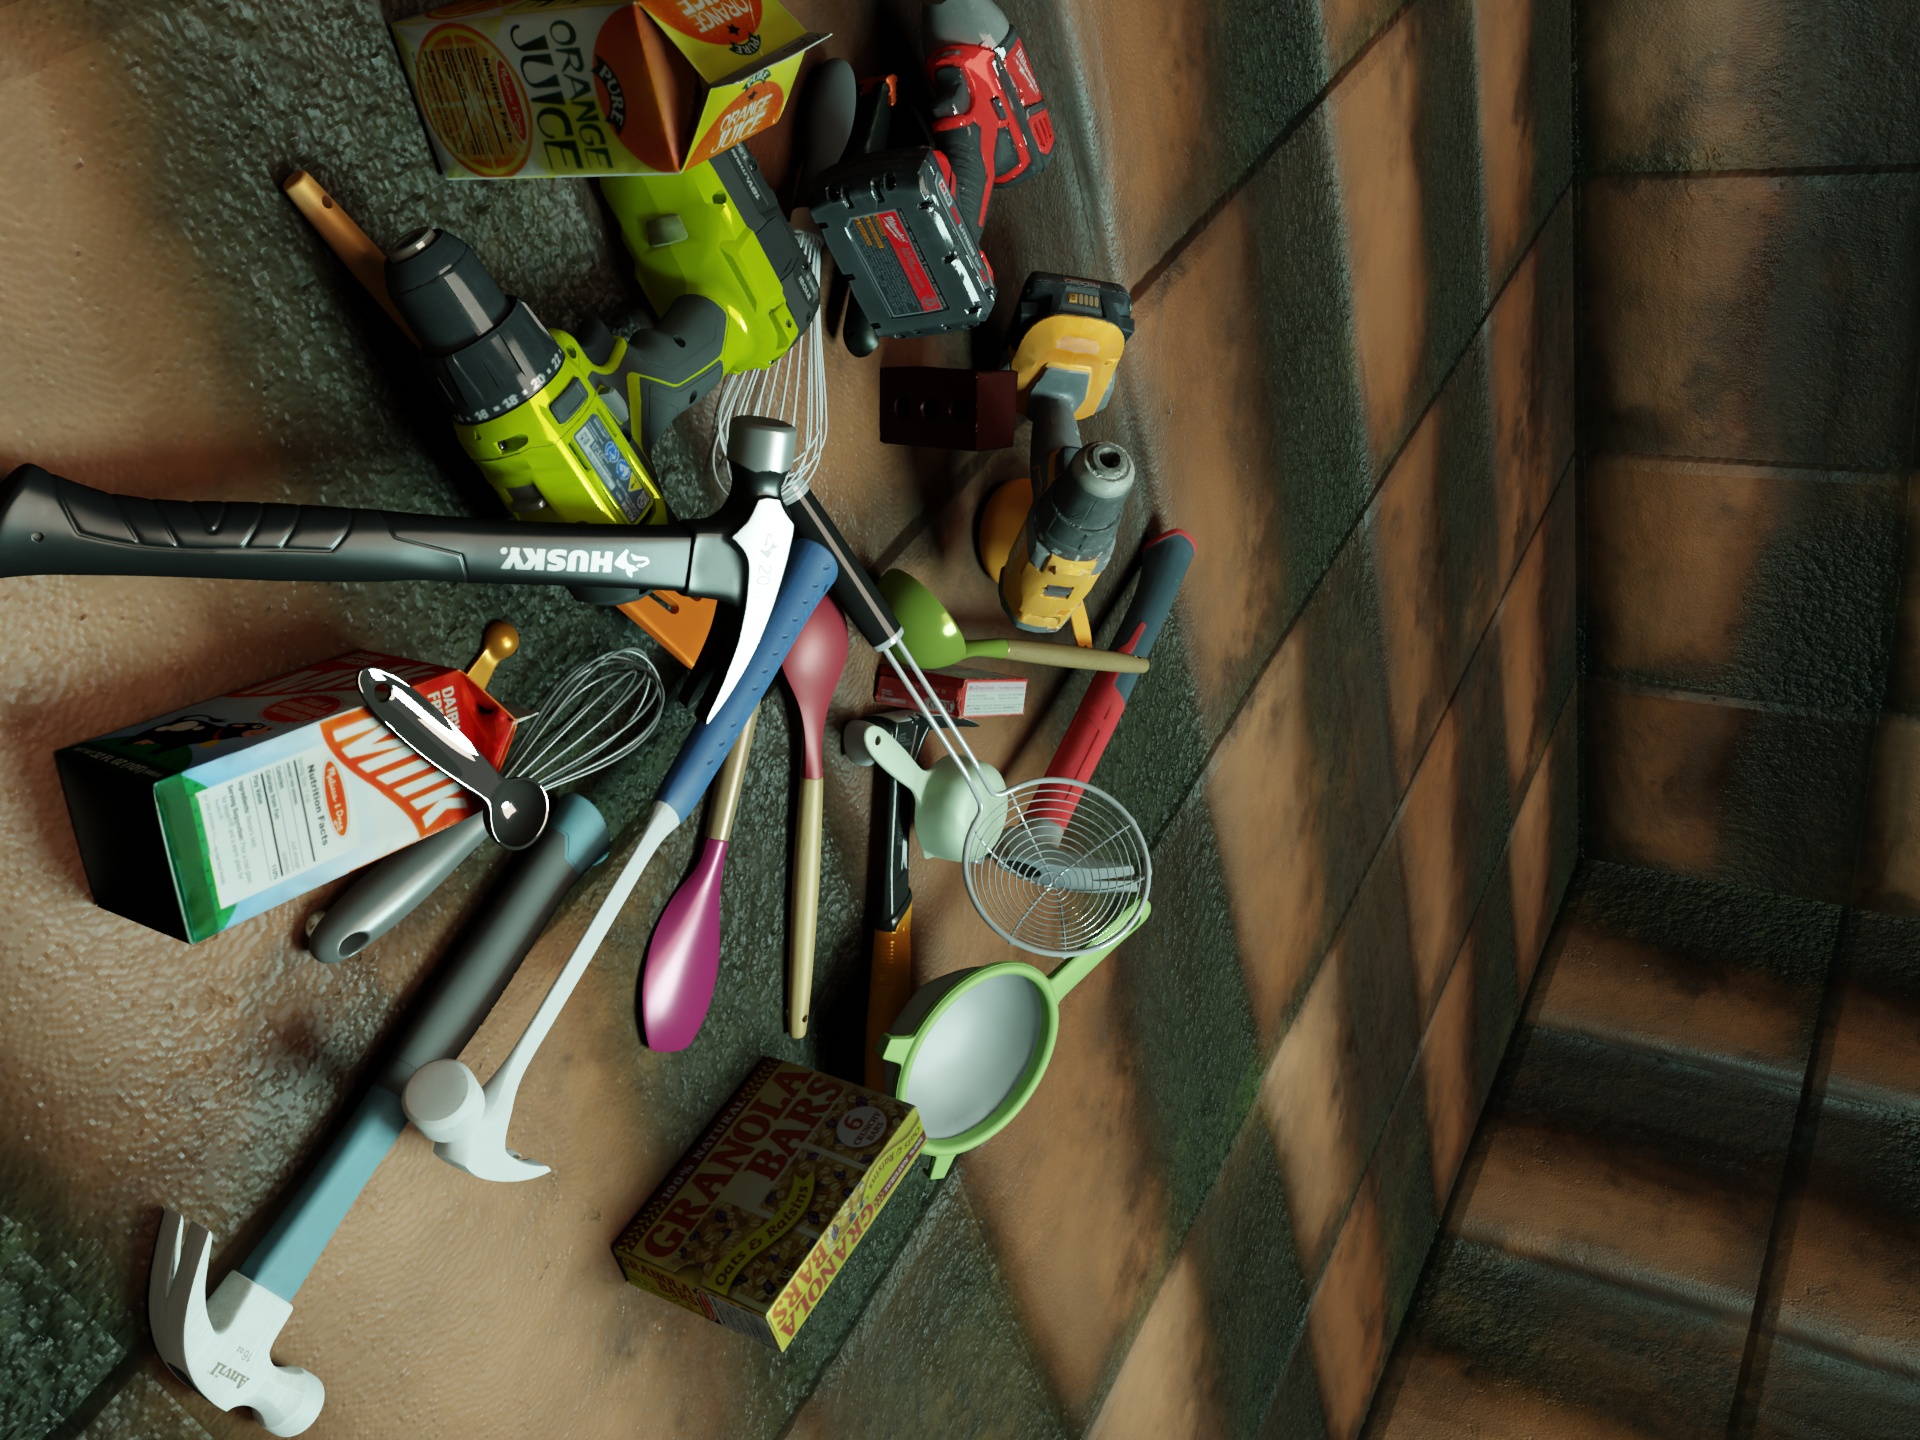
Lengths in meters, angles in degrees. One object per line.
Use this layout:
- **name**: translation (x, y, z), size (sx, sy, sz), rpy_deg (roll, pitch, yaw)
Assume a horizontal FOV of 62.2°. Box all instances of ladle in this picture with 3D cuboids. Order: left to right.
- **ladle**: translation (-0.101, 0.062, 1.050), size (0.069, 0.031, 0.315), rpy_deg (-14, 112, -55)
- **ladle**: translation (0.052, -0.062, 1.178), size (0.320, 0.078, 0.062), rpy_deg (4, 117, -50)

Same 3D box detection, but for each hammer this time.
- **hammer**: translation (-0.275, 0.178, 0.798), size (0.331, 0.033, 0.128), rpy_deg (-61, 144, -29)
- **hammer**: translation (-0.229, -0.069, 0.683), size (0.334, 0.035, 0.146), rpy_deg (-2, 112, -34)
- **hammer**: translation (-0.168, 0.063, 0.877), size (0.144, 0.035, 0.406), rpy_deg (91, 22, -57)
- **hammer**: translation (-0.046, 0.158, 1.156), size (0.127, 0.034, 0.337), rpy_deg (-9, 106, -56)
- **hammer**: translation (0.137, -0.021, 1.316), size (0.386, 0.143, 0.038), rpy_deg (-61, 150, -35)

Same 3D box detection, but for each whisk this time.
- **whisk**: translation (-0.236, 0.041, 0.815), size (0.239, 0.055, 0.055), rpy_deg (-47, 135, -35)
- **whisk**: translation (-0.095, -0.262, 0.942), size (0.070, 0.070, 0.285), rpy_deg (24, 74, -57)

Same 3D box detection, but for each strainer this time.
- **strainer**: translation (0.032, 0.199, 1.157), size (0.256, 0.069, 0.151), rpy_deg (-38, 132, -26)

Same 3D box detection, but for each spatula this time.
- **spatula**: translation (-0.214, -0.145, 0.796), size (0.322, 0.041, 0.081), rpy_deg (54, 43, -48)

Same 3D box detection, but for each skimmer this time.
- **skimmer**: translation (-0.002, -0.003, 1.027), size (0.127, 0.090, 0.363), rpy_deg (-41, 113, -19)

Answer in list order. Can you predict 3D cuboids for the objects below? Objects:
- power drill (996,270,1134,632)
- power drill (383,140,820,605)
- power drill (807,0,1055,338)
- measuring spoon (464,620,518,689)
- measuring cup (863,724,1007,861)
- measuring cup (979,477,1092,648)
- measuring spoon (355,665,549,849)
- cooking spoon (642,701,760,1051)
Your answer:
- **power drill**: translation (0.074, -0.196, 1.084), size (0.185, 0.084, 0.226), rpy_deg (117, -23, -64)
- **power drill**: translation (-0.171, -0.196, 0.785), size (0.190, 0.080, 0.229), rpy_deg (61, 41, -37)
- **power drill**: translation (-0.009, -0.350, 0.970), size (0.143, 0.078, 0.220), rpy_deg (59, 40, -43)
- **measuring spoon**: translation (-0.253, 0.000, 0.802), size (0.021, 0.011, 0.117), rpy_deg (53, 55, -50)
- **measuring cup**: translation (-0.015, 0.045, 1.102), size (0.167, 0.038, 0.083), rpy_deg (46, 61, -53)
- **measuring cup**: translation (0.063, -0.112, 1.239), size (0.095, 0.052, 0.173), rpy_deg (-56, 143, -33)
- **measuring spoon**: translation (-0.229, 0.016, 0.709), size (0.124, 0.018, 0.034), rpy_deg (54, 53, -43)
- **cooking spoon**: translation (-0.145, 0.048, 0.981), size (0.068, 0.017, 0.319), rpy_deg (16, 85, -59)
